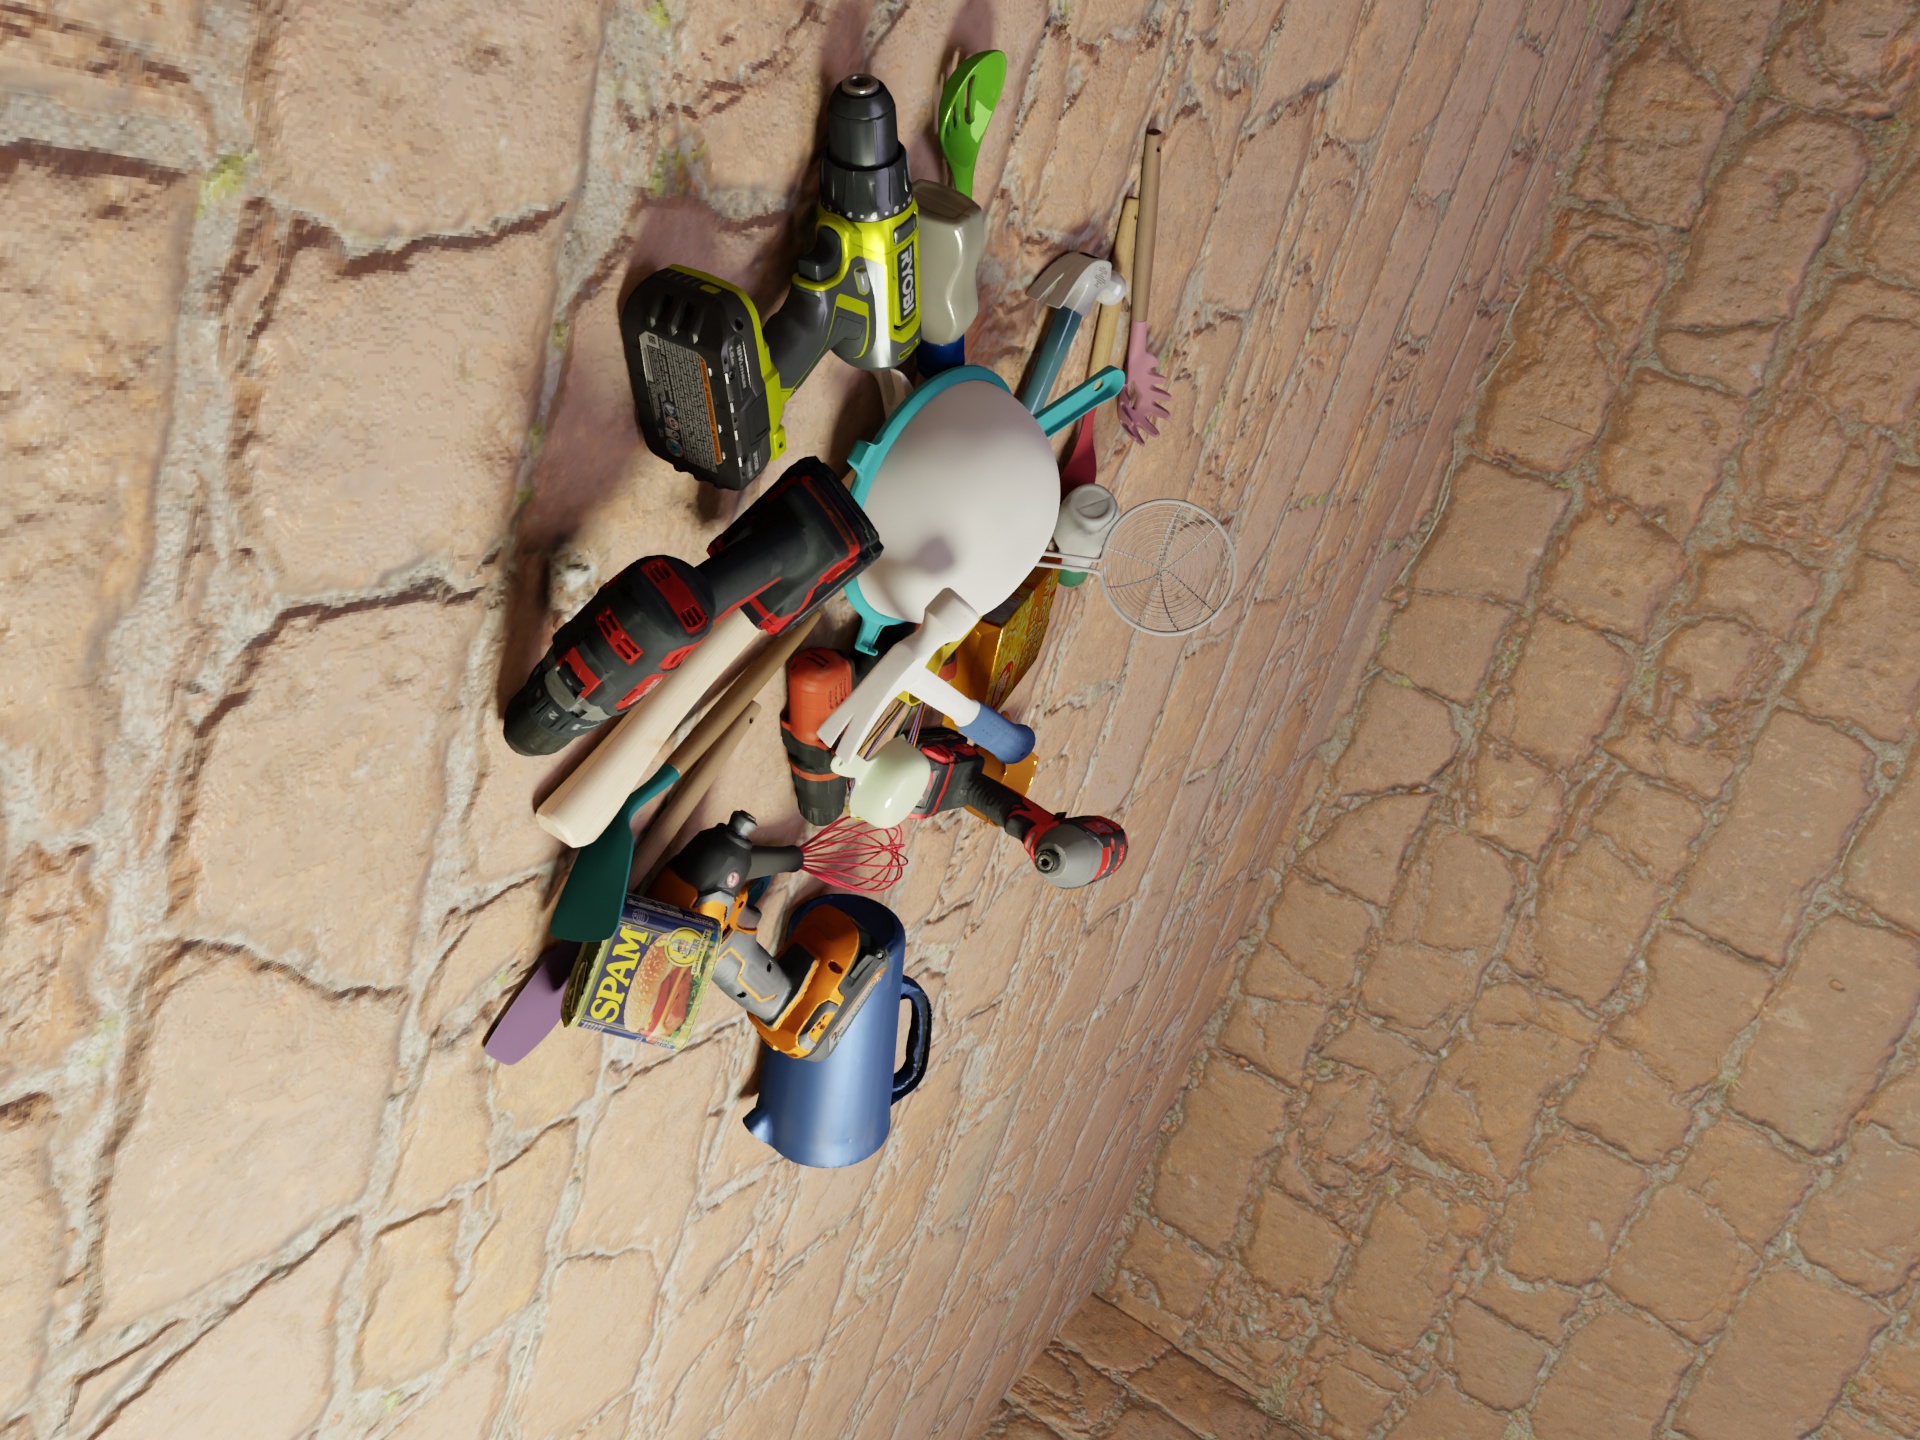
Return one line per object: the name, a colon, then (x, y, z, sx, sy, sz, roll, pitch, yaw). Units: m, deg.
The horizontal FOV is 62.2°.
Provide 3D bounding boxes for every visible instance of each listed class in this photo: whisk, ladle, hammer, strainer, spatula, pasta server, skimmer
whisk: (-0.041, -0.023, 1.420, 0.245, 0.047, 0.051, -64, 170, -10)
ladle: (0.127, -0.325, 1.472, 0.069, 0.031, 0.315, -33, 141, -48)
hammer: (0.051, -0.246, 1.380, 0.128, 0.033, 0.331, 1, 114, -66)
strainer: (0.051, -0.185, 1.233, 0.340, 0.095, 0.210, -39, 147, -34)
hammer: (-0.152, -0.080, 1.118, 0.411, 0.038, 0.146, -52, 154, -25)
spatula: (-0.240, 0.114, 1.162, 0.316, 0.018, 0.059, -56, 152, -14)
hammer: (-0.002, -0.004, 1.302, 0.144, 0.035, 0.405, -46, 164, 3)
spatula: (-0.187, 0.027, 1.144, 0.044, 0.082, 0.318, 56, 52, -25)
pasta server: (0.174, -0.395, 1.480, 0.060, 0.040, 0.316, -36, 146, -28)
skimmer: (0.098, -0.143, 1.387, 0.363, 0.090, 0.127, 1, 92, -44)
whisk: (-0.132, 0.118, 1.358, 0.295, 0.073, 0.073, 3, 112, -59)

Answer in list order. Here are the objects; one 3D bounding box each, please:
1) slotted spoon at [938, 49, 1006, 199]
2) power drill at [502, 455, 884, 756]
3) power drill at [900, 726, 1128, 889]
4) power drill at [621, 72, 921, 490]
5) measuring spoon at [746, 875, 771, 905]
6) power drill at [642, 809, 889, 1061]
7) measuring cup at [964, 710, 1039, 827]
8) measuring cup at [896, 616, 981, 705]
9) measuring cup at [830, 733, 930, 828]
slotted spoon: (-0.003, -0.339, 1.172, 0.070, 0.031, 0.313, -44, 153, -38)
power drill: (-0.170, -0.063, 0.979, 0.188, 0.080, 0.227, -34, -176, 41)
power drill: (0.037, 0.087, 1.468, 0.143, 0.220, 0.078, -7, 120, -64)
power drill: (-0.101, -0.266, 0.974, 0.228, 0.080, 0.190, -51, 155, -34)
measuring spoon: (-0.197, 0.160, 1.318, 0.129, 0.021, 0.042, -47, 150, -54)
power drill: (-0.158, 0.170, 1.246, 0.226, 0.084, 0.164, 35, 88, -47)
measuring cup: (0.031, 0.036, 1.625, 0.095, 0.052, 0.173, -51, 153, -27)
measuring cup: (-0.016, -0.070, 1.298, 0.156, 0.029, 0.062, -51, 161, -44)
measuring cup: (-0.066, 0.049, 1.298, 0.083, 0.038, 0.167, -58, 165, 0)
